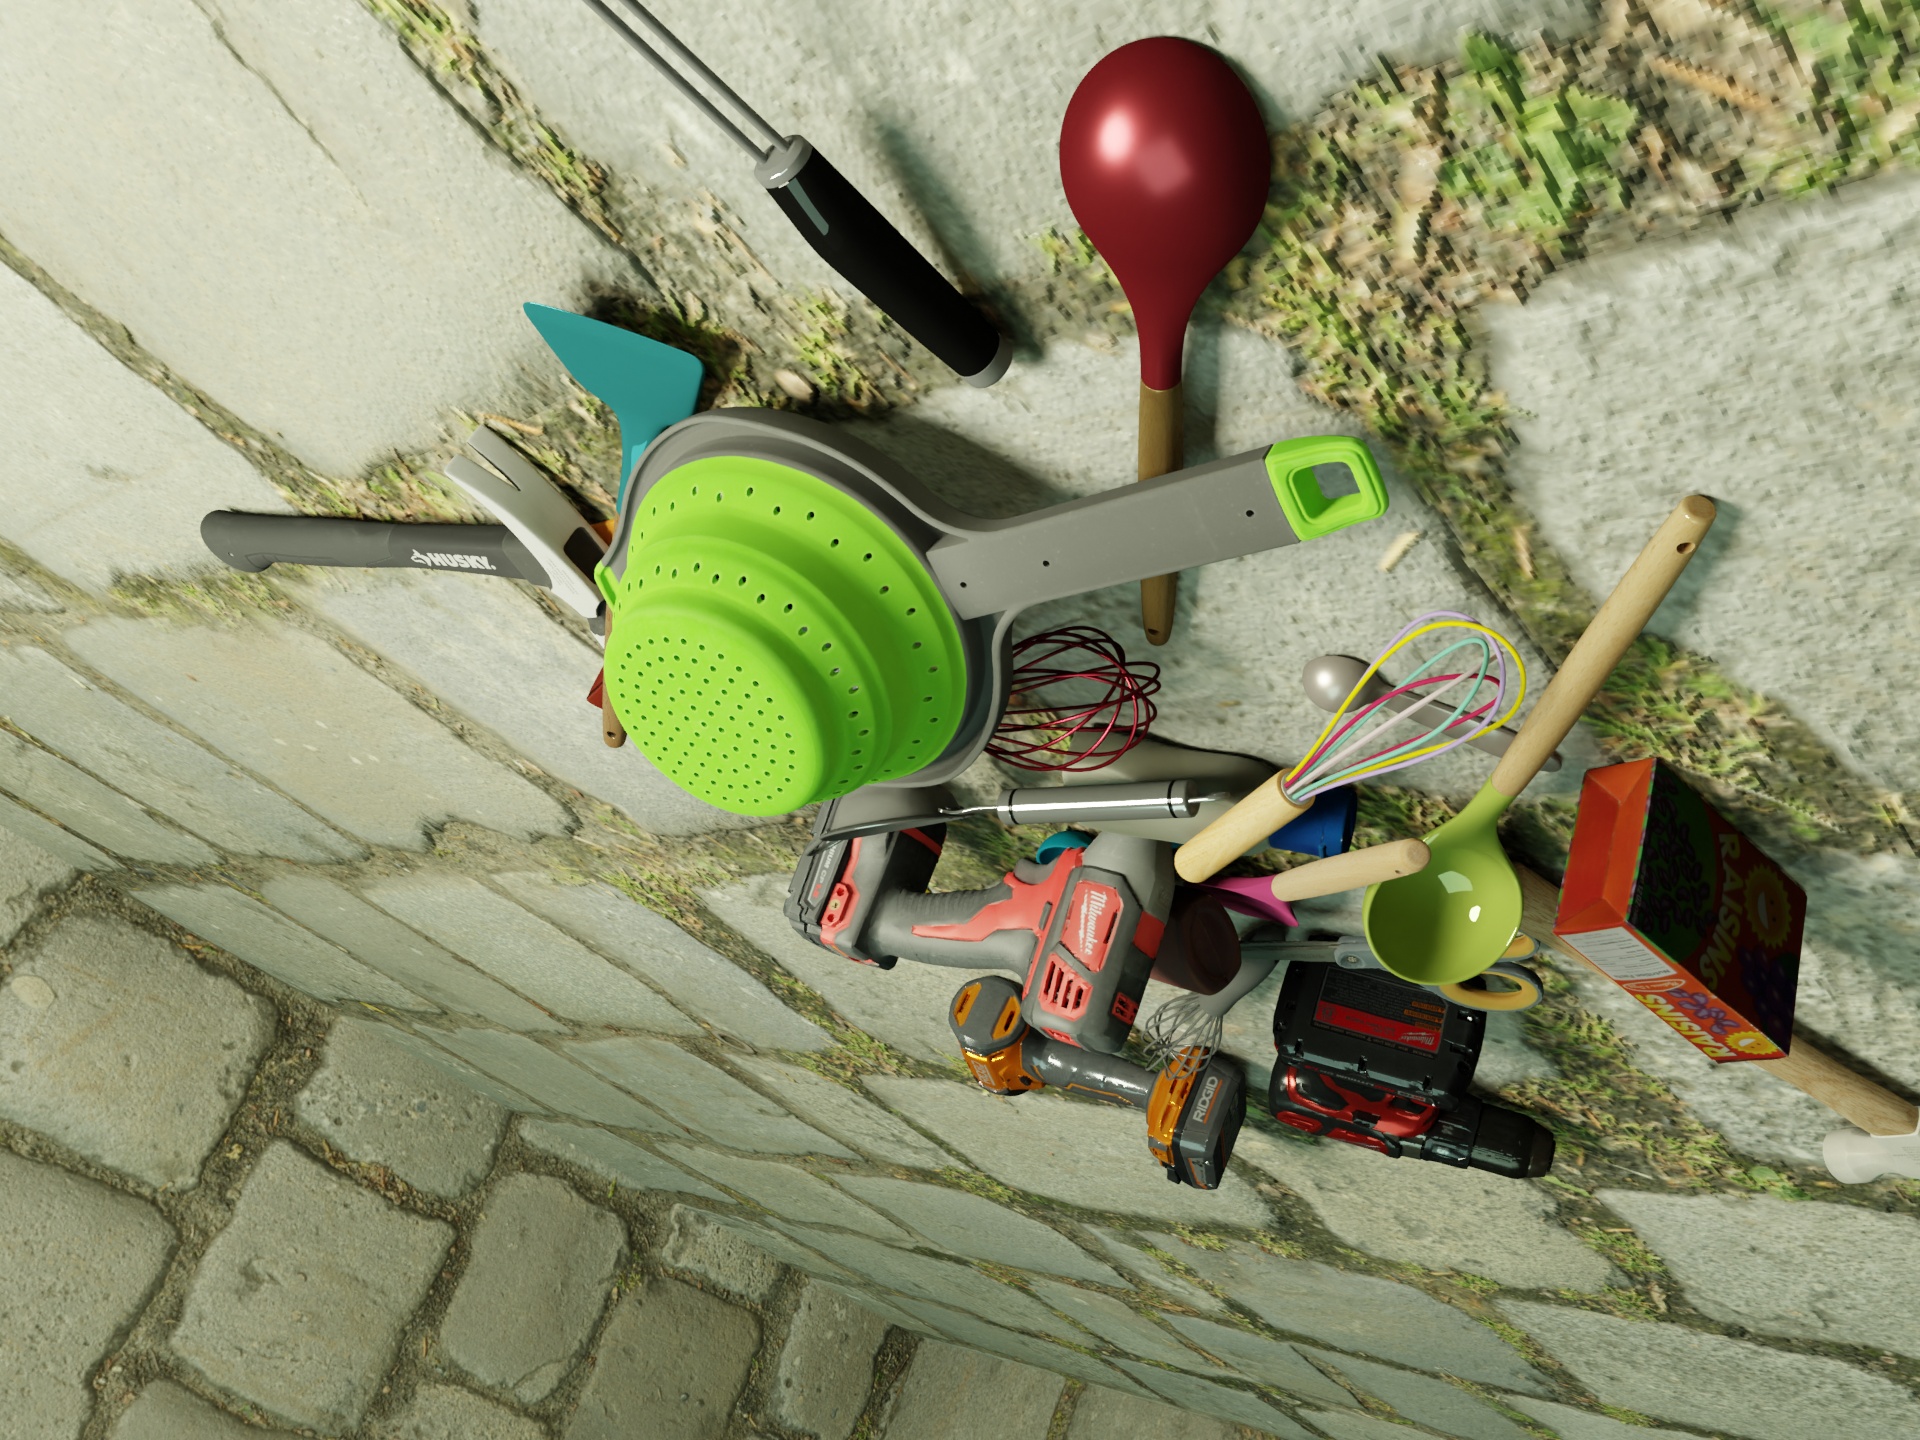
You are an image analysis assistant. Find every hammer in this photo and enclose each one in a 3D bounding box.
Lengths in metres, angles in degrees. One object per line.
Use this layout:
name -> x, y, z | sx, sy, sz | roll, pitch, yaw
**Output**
hammer -> 0.411, 0.162, 0.837 | 0.331, 0.031, 0.130 | 30, 153, -12
hammer -> -0.337, -0.106, 0.930 | 0.335, 0.035, 0.146 | 7, 144, 33

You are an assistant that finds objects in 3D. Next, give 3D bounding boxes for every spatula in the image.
spatula -> -0.172, -0.081, 0.799 | 0.082, 0.044, 0.317 | 18, 139, 1

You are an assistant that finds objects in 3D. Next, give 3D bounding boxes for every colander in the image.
colander -> -0.024, -0.038, 0.648 | 0.397, 0.094, 0.204 | -10, 120, 38

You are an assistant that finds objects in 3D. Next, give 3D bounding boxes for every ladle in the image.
ladle -> 0.244, 0.023, 0.676 | 0.078, 0.062, 0.320 | 3, 147, -3
ladle -> 0.075, -0.115, 0.606 | 0.069, 0.031, 0.315 | 15, 154, 15

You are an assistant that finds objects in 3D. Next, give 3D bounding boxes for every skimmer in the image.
skimmer -> -0.090, -0.240, 0.504 | 0.127, 0.090, 0.362 | -5, 152, 40

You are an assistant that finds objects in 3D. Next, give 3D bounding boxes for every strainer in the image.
strainer -> 0.021, 0.044, 0.835 | 0.258, 0.050, 0.086 | -5, 178, 32

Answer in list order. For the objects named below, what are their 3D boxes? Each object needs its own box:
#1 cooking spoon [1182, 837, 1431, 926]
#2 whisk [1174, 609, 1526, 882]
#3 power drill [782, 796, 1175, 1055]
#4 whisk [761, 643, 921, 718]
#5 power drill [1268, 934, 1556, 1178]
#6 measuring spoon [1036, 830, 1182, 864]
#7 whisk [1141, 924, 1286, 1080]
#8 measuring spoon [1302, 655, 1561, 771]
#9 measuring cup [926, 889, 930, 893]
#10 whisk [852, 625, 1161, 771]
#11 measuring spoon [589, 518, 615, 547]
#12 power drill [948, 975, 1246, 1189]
cooking spoon -> 0.176, 0.084, 0.820 | 0.069, 0.017, 0.319 | 23, 169, -1
whisk -> 0.167, 0.025, 0.722 | 0.047, 0.051, 0.245 | 19, 147, -16
power drill -> 0.018, 0.096, 0.920 | 0.220, 0.143, 0.078 | 12, 165, 33
whisk -> -0.064, -0.025, 0.854 | 0.070, 0.070, 0.284 | 32, 157, -17
power drill -> 0.288, 0.229, 1.012 | 0.188, 0.080, 0.226 | 13, 154, 20
measuring spoon -> 0.098, 0.068, 0.937 | 0.128, 0.021, 0.042 | -21, 132, 42
whisk -> 0.168, 0.188, 1.062 | 0.055, 0.055, 0.238 | 22, 149, 2
measuring spoon -> 0.212, 0.003, 0.719 | 0.124, 0.018, 0.034 | 22, 153, 2
measuring cup -> -0.036, 0.132, 1.136 | 0.062, 0.029, 0.156 | 4, 149, 34
whisk -> -0.001, -0.003, 0.834 | 0.073, 0.073, 0.296 | 38, 155, -27
measuring spoon -> -0.185, -0.098, 0.855 | 0.117, 0.011, 0.021 | -7, 140, 46
power drill -> 0.107, 0.288, 1.258 | 0.226, 0.084, 0.164 | 18, 153, 21
